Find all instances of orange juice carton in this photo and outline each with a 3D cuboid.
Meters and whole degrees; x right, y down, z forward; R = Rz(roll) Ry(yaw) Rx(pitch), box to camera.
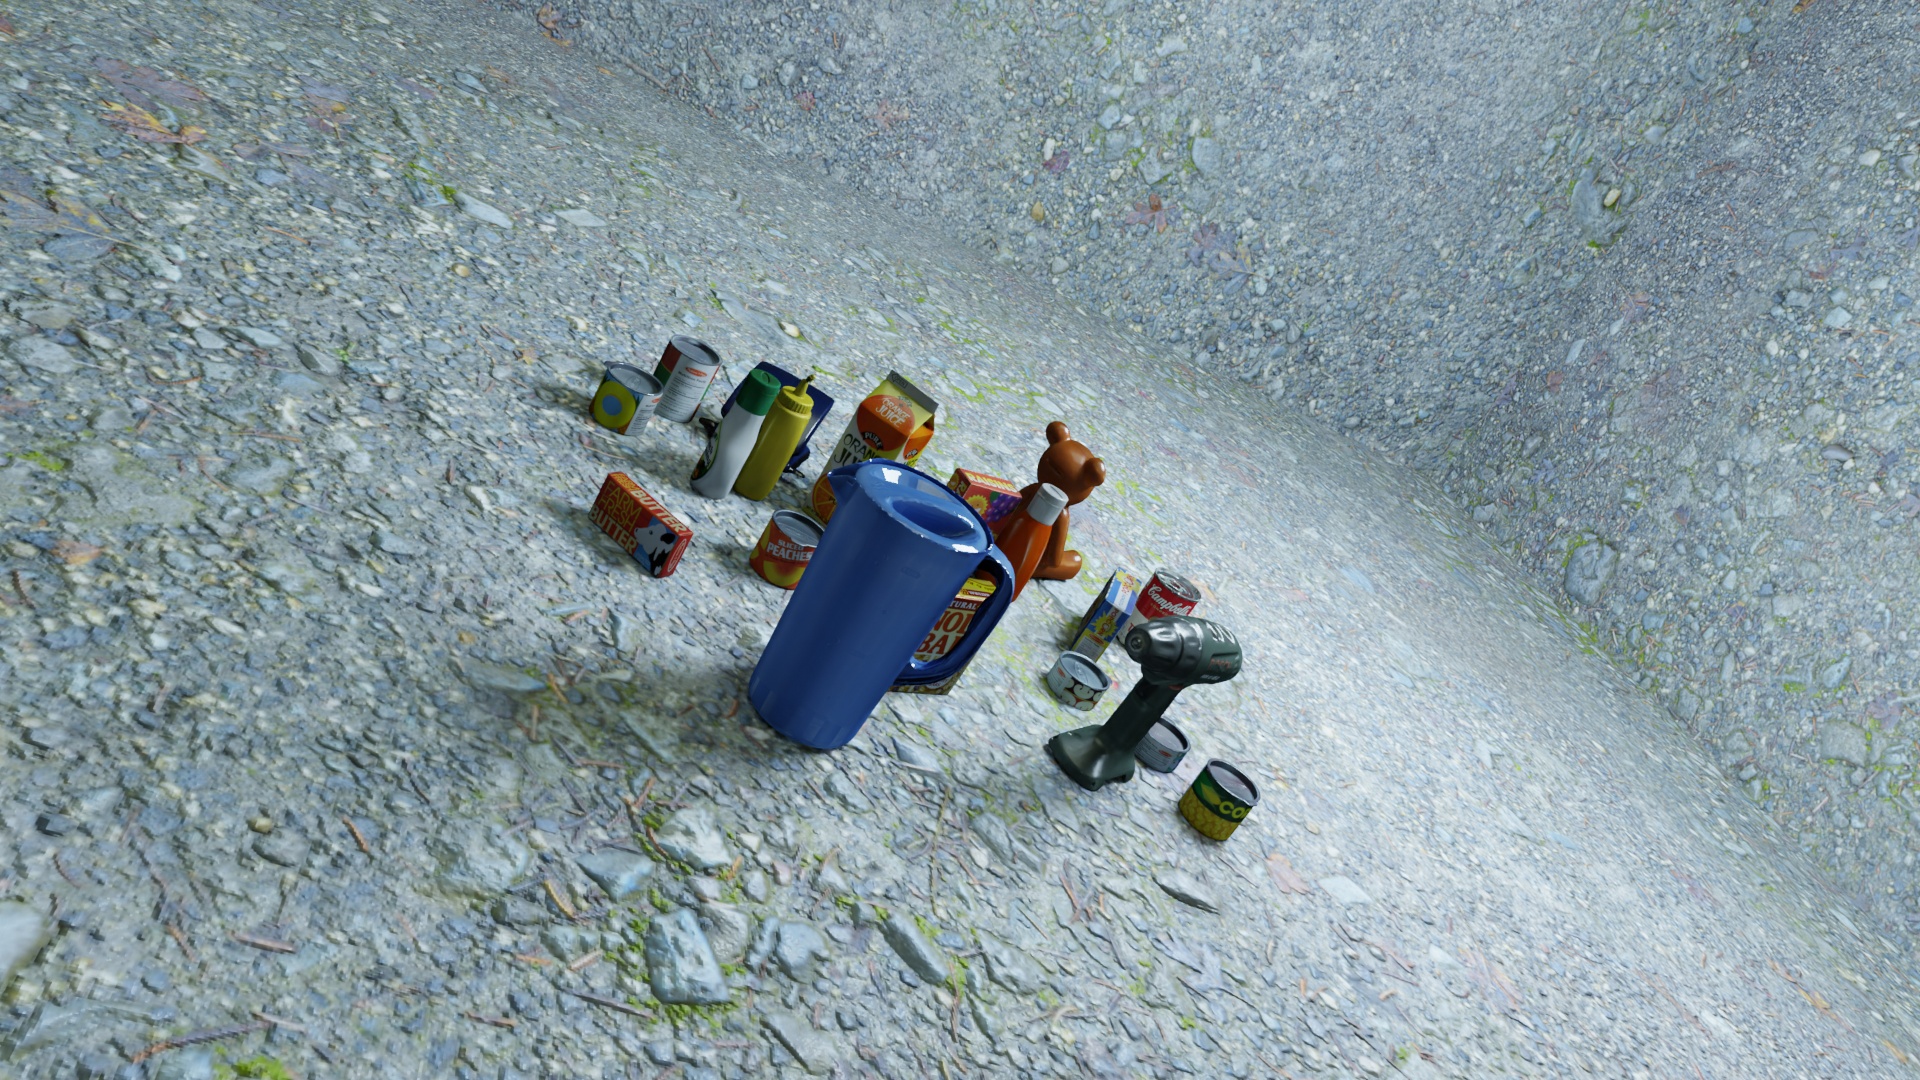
[{"bbox_3d":[-0.097,-0.097,1.592,0.072,0.192,0.073,37,22,13],"label":"orange juice carton"}]

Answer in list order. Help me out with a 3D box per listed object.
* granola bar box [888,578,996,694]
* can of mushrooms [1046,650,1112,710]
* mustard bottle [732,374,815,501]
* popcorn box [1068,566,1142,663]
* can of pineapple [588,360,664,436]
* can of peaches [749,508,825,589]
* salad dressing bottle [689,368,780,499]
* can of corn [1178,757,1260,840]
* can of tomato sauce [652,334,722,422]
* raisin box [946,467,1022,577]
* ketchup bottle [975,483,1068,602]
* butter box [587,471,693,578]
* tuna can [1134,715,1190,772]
[{"bbox_3d":[-0.049,0.089,1.346,0.166,0.123,0.039,10,30,-43],"label":"granola bar box"},{"bbox_3d":[0.134,0.159,1.562,0.071,0.033,0.071,27,22,-12],"label":"can of mushrooms"},{"bbox_3d":[-0.203,-0.122,1.547,0.049,0.159,0.065,24,22,-19],"label":"mustard bottle"},{"bbox_3d":[0.177,0.092,1.692,0.038,0.085,0.127,33,21,2],"label":"popcorn box"},{"bbox_3d":[-0.372,-0.158,1.540,0.071,0.057,0.071,27,22,-12],"label":"can of pineapple"},{"bbox_3d":[-0.177,0.010,1.436,0.071,0.058,0.071,27,22,-12],"label":"can of peaches"},{"bbox_3d":[-0.242,-0.115,1.499,0.044,0.147,0.064,23,23,-22],"label":"salad dressing bottle"},{"bbox_3d":[0.273,0.275,1.463,0.071,0.058,0.071,27,22,-12],"label":"can of corn"},{"bbox_3d":[-0.328,-0.191,1.636,0.071,0.082,0.071,27,22,-12],"label":"can of tomato sauce"},{"bbox_3d":[0.006,-0.021,1.657,0.086,0.123,0.040,14,28,-39],"label":"raisin box"},{"bbox_3d":[0.076,0.001,1.669,0.043,0.148,0.065,10,30,-44],"label":"ketchup bottle"},{"bbox_3d":[-0.307,-0.016,1.327,0.103,0.053,0.024,39,22,18],"label":"butter box"},{"bbox_3d":[0.219,0.222,1.538,0.071,0.032,0.071,27,22,-12],"label":"tuna can"}]
